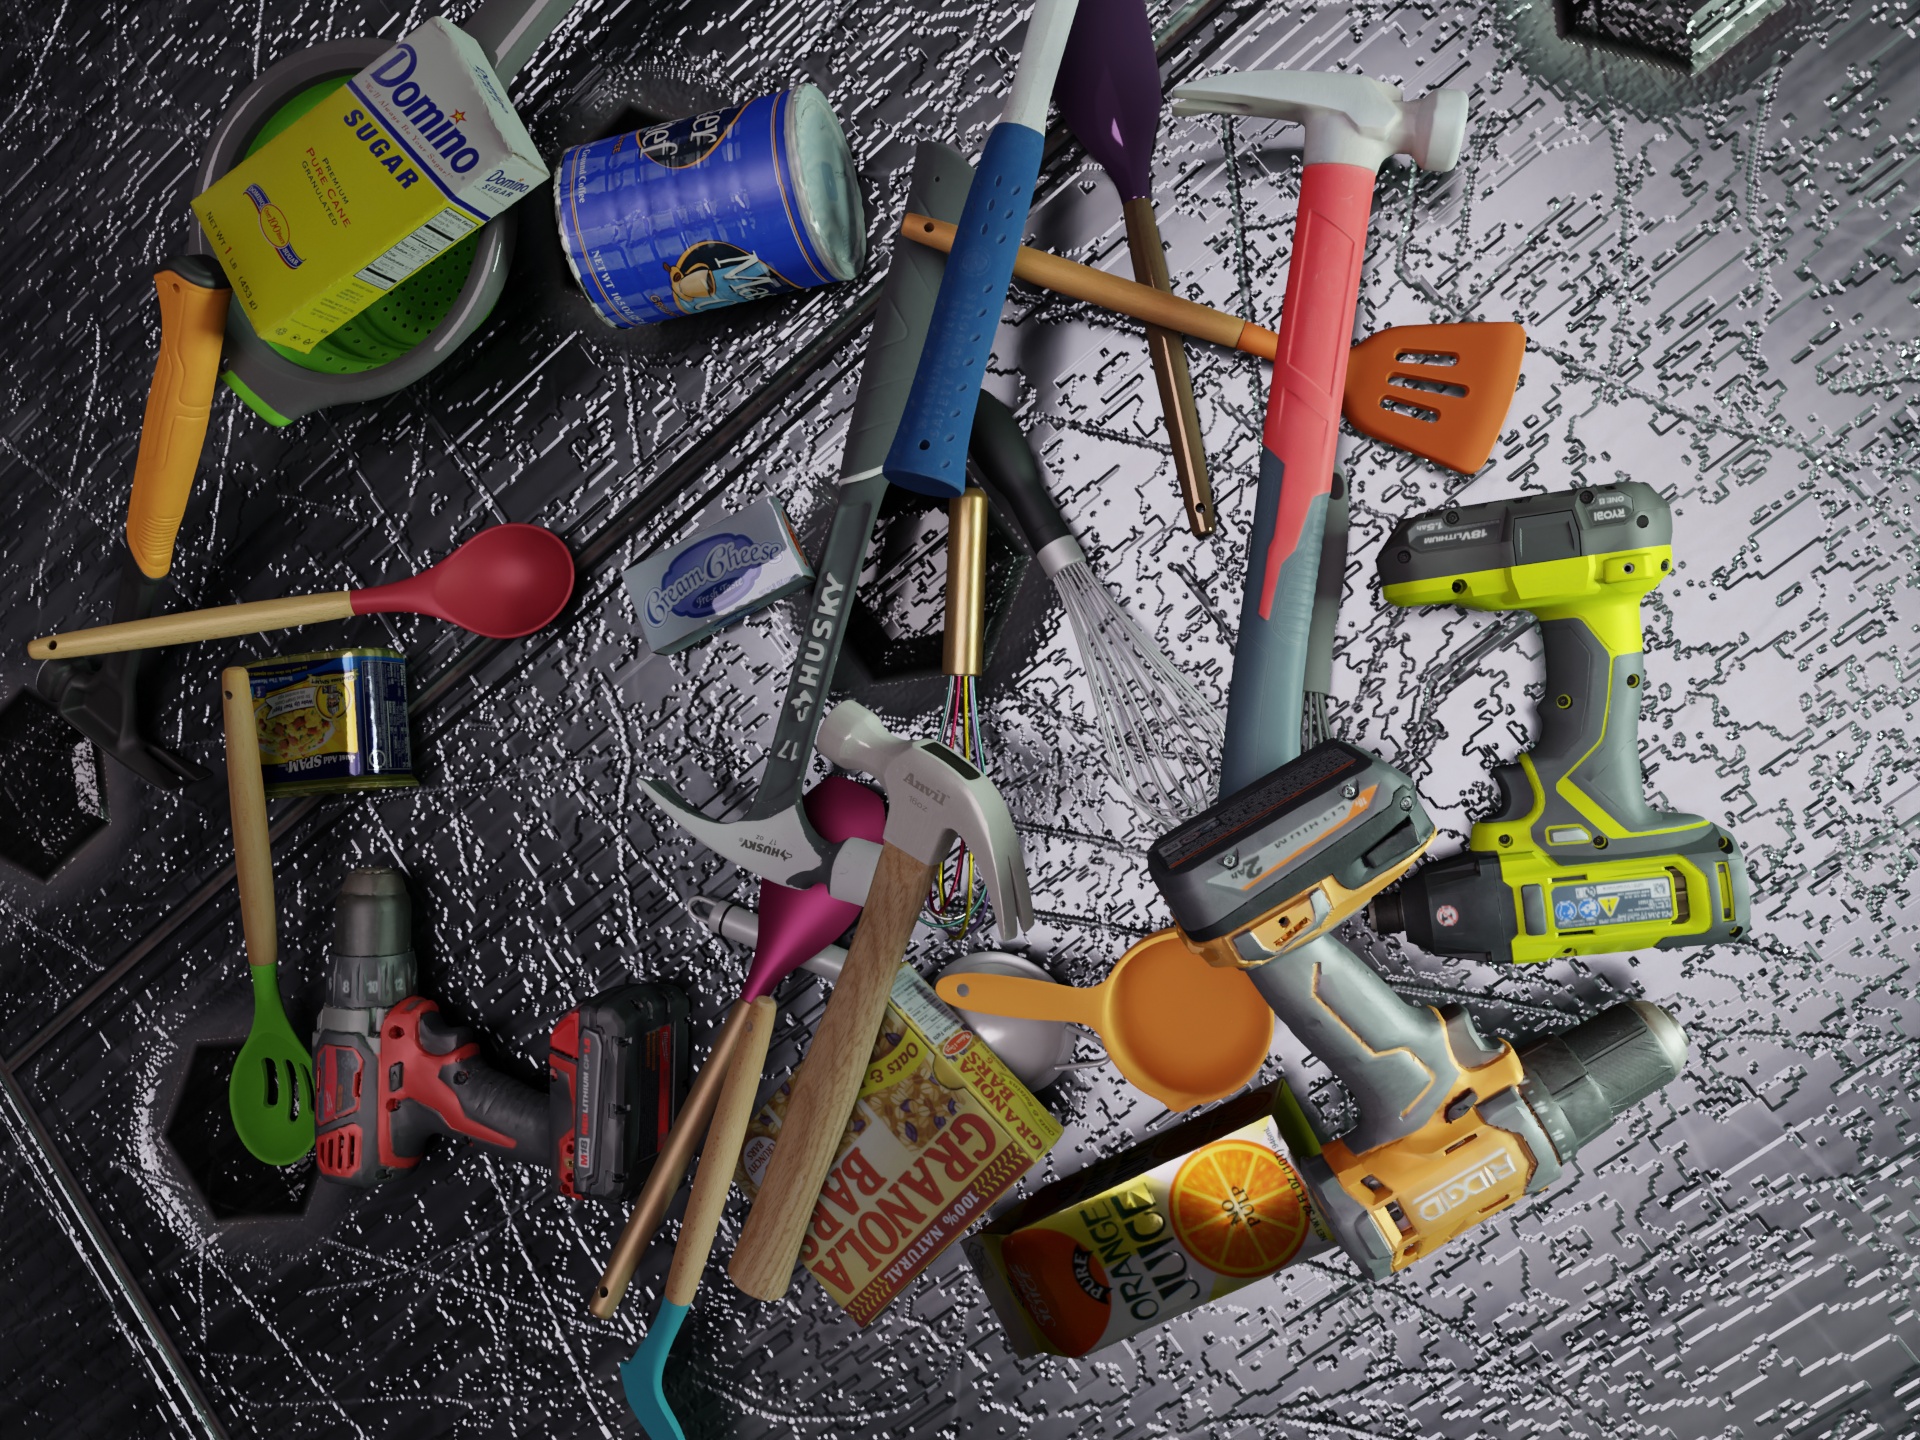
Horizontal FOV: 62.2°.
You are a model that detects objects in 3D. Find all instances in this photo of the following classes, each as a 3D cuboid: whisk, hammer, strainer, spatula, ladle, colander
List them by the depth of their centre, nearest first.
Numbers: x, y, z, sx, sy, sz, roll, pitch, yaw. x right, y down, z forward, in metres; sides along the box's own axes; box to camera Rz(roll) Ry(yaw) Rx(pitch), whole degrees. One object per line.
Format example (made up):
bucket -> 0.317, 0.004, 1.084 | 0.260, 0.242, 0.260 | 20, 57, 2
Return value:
hammer -> 0.149, -0.124, 0.782 | 0.143, 0.038, 0.386 | 8, 89, 9
hammer -> -0.057, 0.163, 0.807 | 0.130, 0.031, 0.331 | 29, 113, 24
hammer -> 0.027, -0.312, 0.815 | 0.144, 0.035, 0.405 | 14, 82, 7
whisk -> 0.181, -0.016, 0.818 | 0.055, 0.055, 0.239 | 4, 87, 15
spatula -> 0.122, -0.210, 0.818 | 0.322, 0.041, 0.081 | 19, 89, 4
whisk -> 0.070, -0.060, 0.844 | 0.070, 0.070, 0.285 | -31, 78, 13
spatula -> 0.097, -0.252, 0.852 | 0.060, 0.018, 0.316 | -12, 86, 7
spatula -> -0.137, 0.285, 0.856 | 0.082, 0.044, 0.317 | 33, 113, 40
whisk -> -0.003, -0.003, 0.863 | 0.051, 0.047, 0.245 | 2, 92, 10
hammer -> -0.061, -0.114, 0.863 | 0.149, 0.036, 0.409 | 14, 89, 16
strainer -> -0.043, 0.148, 0.882 | 0.258, 0.050, 0.087 | 19, 109, 18
colander -> -0.278, -0.337, 0.914 | 0.397, 0.094, 0.204 | -46, 79, 11
ladle -> -0.383, -0.064, 0.933 | 0.315, 0.031, 0.069 | -9, 82, -5
hammer -> -0.473, -0.115, 0.941 | 0.127, 0.034, 0.336 | 35, 120, 12

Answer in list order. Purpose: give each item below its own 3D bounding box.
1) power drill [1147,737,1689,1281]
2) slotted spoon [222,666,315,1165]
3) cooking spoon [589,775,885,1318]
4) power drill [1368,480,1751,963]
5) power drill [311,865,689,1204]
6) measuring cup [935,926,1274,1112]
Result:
power drill -> 0.210, 0.120, 0.724 | 0.185, 0.084, 0.226 | -30, 99, 2
slotted spoon -> -0.417, 0.120, 0.952 | 0.070, 0.031, 0.313 | 6, 107, 15
cooking spoon -> -0.126, 0.178, 0.873 | 0.069, 0.017, 0.319 | 23, 84, 24
power drill -> 0.276, 0.005, 0.776 | 0.171, 0.080, 0.223 | -8, 91, 14
power drill -> -0.277, 0.183, 0.927 | 0.227, 0.080, 0.188 | 1, 90, 18
measuring cup -> 0.076, 0.147, 0.834 | 0.173, 0.052, 0.095 | 5, 90, 10
